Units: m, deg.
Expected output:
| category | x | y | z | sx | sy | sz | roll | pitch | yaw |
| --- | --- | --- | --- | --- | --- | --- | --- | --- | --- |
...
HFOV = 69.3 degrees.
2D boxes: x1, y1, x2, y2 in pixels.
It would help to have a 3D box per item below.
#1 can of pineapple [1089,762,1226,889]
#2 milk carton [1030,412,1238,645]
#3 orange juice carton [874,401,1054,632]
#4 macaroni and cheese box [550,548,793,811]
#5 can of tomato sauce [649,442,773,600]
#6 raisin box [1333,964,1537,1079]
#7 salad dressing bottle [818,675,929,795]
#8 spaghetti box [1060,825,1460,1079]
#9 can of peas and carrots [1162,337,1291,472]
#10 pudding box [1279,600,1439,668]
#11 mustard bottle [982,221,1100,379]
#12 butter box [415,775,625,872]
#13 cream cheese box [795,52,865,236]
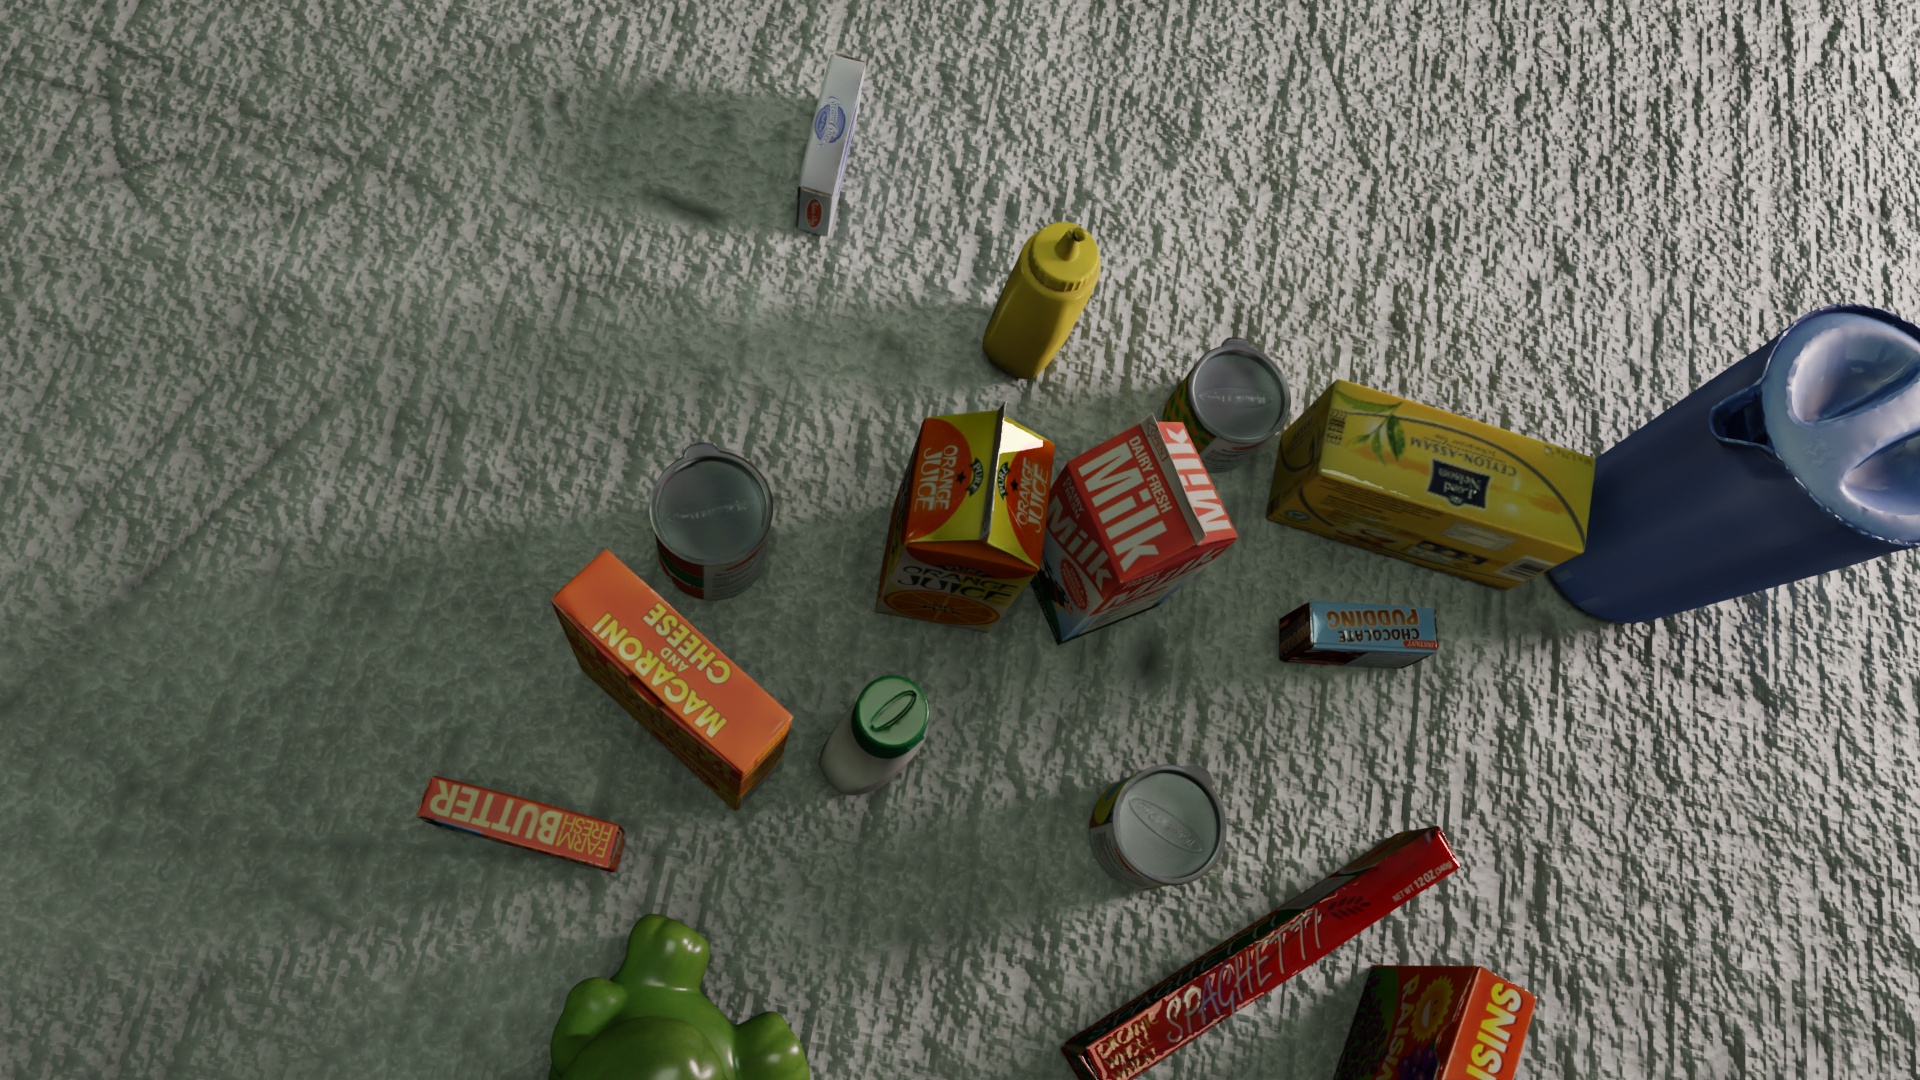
| category | x | y | z | sx | sy | sz | roll | pitch | yaw |
| --- | --- | --- | --- | --- | --- | --- | --- | --- | --- |
| can of pineapple | 0.114 | 0.164 | 0.797 | 0.071 | 0.057 | 0.071 | 3 | 73 | -9 |
| milk carton | 0.093 | -0.006 | 0.776 | 0.073 | 0.190 | 0.072 | -20 | 78 | -15 |
| orange juice carton | 0.003 | -0.010 | 0.761 | 0.073 | 0.192 | 0.072 | 11 | 72 | -6 |
| macaroni and cheese box | -0.147 | 0.079 | 0.721 | 0.124 | 0.166 | 0.040 | 41 | 72 | 4 |
| can of tomato sauce | -0.143 | -0.008 | 0.793 | 0.071 | 0.083 | 0.071 | 3 | 73 | -9 |
| raisin box | 0.252 | 0.276 | 0.751 | 0.040 | 0.123 | 0.086 | 28 | 71 | -1 |
| salad dressing bottle | -0.043 | 0.103 | 0.742 | 0.064 | 0.147 | 0.044 | -38 | 83 | -18 |
| spaghetti box | 0.171 | 0.235 | 0.789 | 0.251 | 0.050 | 0.029 | -27 | 79 | -16 |
| can of peas and carrots | 0.167 | -0.085 | 0.883 | 0.071 | 0.058 | 0.071 | 3 | 73 | -9 |
| pudding box | 0.245 | 0.059 | 0.856 | 0.084 | 0.049 | 0.030 | 3 | 73 | -9 |
| mustard bottle | 0.052 | -0.151 | 0.830 | 0.049 | 0.159 | 0.065 | 31 | 71 | 1 |
| butter box | -0.233 | 0.153 | 0.744 | 0.103 | 0.053 | 0.024 | 16 | 72 | -4 |
| cream cheese box | -0.084 | -0.254 | 0.895 | 0.024 | 0.053 | 0.104 | 13 | 72 | -6 |
